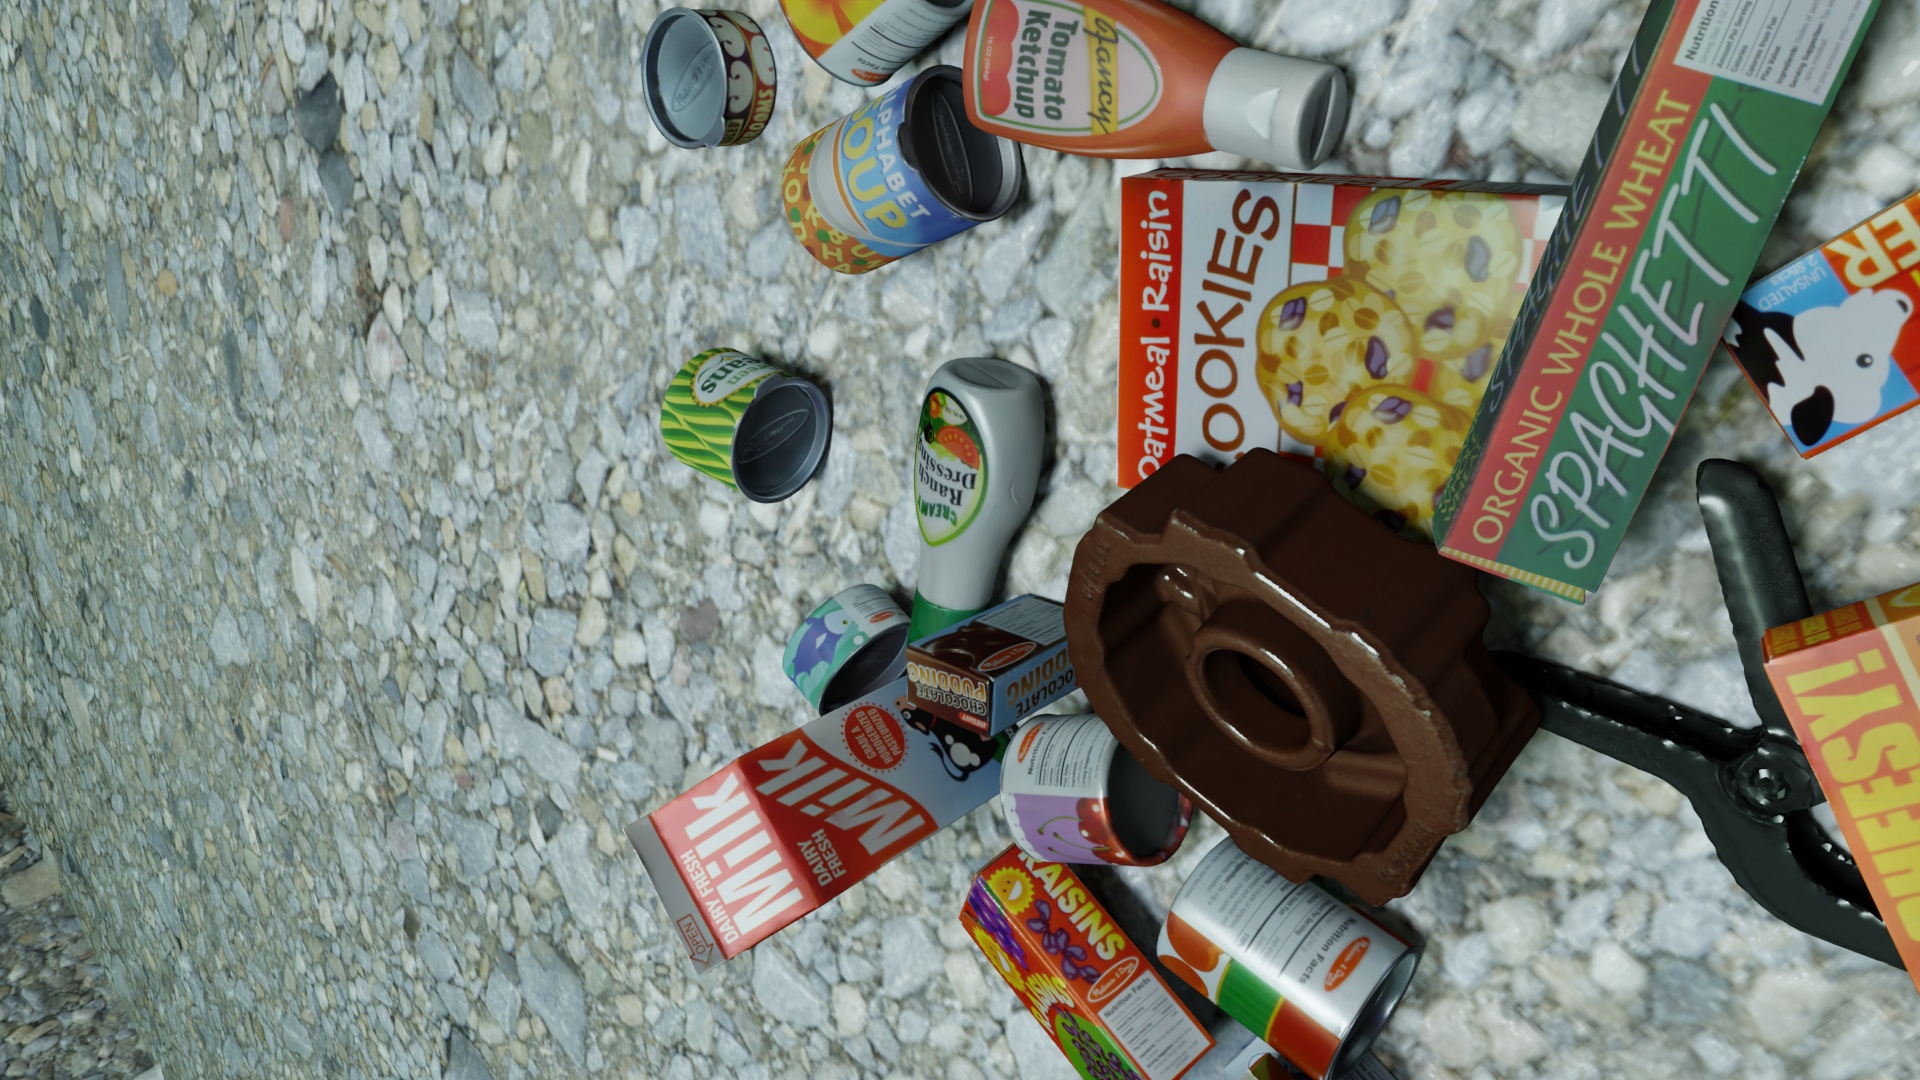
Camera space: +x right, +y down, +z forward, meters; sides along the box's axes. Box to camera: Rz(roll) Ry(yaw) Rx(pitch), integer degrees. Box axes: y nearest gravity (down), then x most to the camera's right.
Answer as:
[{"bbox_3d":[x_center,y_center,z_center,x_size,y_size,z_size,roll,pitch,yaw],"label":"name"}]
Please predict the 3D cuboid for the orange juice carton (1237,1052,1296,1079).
[{"bbox_3d":[0.116,0.280,0.578,0.072,0.073,0.191,43,145,23],"label":"orange juice carton"}]

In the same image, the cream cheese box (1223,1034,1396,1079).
[{"bbox_3d":[0.166,0.246,0.587,0.104,0.024,0.053,45,128,22],"label":"cream cheese box"}]

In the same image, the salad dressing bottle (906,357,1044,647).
[{"bbox_3d":[0.002,-0.008,0.636,0.064,0.044,0.147,35,126,42],"label":"salad dressing bottle"}]

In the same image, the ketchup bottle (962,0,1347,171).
[{"bbox_3d":[0.069,-0.171,0.518,0.149,0.044,0.064,25,120,34],"label":"ketchup bottle"}]

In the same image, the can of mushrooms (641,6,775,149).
[{"bbox_3d":[-0.123,-0.225,0.685,0.071,0.033,0.070,15,114,38],"label":"can of mushrooms"}]

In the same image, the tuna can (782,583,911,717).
[{"bbox_3d":[-0.056,0.057,0.696,0.033,0.071,0.070,45,130,24],"label":"tuna can"}]

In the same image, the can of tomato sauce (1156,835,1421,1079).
[{"bbox_3d":[0.132,0.169,0.563,0.083,0.071,0.070,31,124,32],"label":"can of tomato sauce"}]

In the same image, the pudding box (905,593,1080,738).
[{"bbox_3d":[0.021,0.053,0.612,0.050,0.084,0.030,18,116,37],"label":"pudding box"}]

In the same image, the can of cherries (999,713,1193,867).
[{"bbox_3d":[0.062,0.110,0.609,0.058,0.072,0.071,-9,98,43],"label":"can of cherries"}]

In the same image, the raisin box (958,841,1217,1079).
[{"bbox_3d":[0.054,0.203,0.645,0.123,0.040,0.085,48,157,20],"label":"raisin box"}]

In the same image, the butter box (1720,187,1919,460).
[{"bbox_3d":[0.269,-0.070,0.382,0.103,0.024,0.053,-37,78,43],"label":"butter box"}]

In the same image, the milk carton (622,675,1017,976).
[{"bbox_3d":[-0.060,0.123,0.636,0.073,0.191,0.072,-41,76,43],"label":"milk carton"}]

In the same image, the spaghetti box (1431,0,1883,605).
[{"bbox_3d":[0.203,-0.102,0.392,0.050,0.029,0.249,18,111,5],"label":"spaghetti box"}]

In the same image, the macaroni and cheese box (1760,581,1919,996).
[{"bbox_3d":[0.314,0.055,0.346,0.166,0.040,0.123,-25,86,30],"label":"macaroni and cheese box"}]

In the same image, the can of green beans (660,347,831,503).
[{"bbox_3d":[-0.109,-0.059,0.706,0.058,0.071,0.071,26,121,35],"label":"can of green beans"}]

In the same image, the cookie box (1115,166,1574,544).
[{"bbox_3d":[0.135,-0.067,0.497,0.167,0.040,0.122,15,114,38],"label":"cookie box"}]

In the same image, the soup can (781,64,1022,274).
[{"bbox_3d":[-0.028,-0.156,0.594,0.083,0.071,0.071,-12,96,44],"label":"soup can"}]

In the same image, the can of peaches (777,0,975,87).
[{"bbox_3d":[-0.034,-0.234,0.575,0.058,0.071,0.071,-22,89,44],"label":"can of peaches"}]
